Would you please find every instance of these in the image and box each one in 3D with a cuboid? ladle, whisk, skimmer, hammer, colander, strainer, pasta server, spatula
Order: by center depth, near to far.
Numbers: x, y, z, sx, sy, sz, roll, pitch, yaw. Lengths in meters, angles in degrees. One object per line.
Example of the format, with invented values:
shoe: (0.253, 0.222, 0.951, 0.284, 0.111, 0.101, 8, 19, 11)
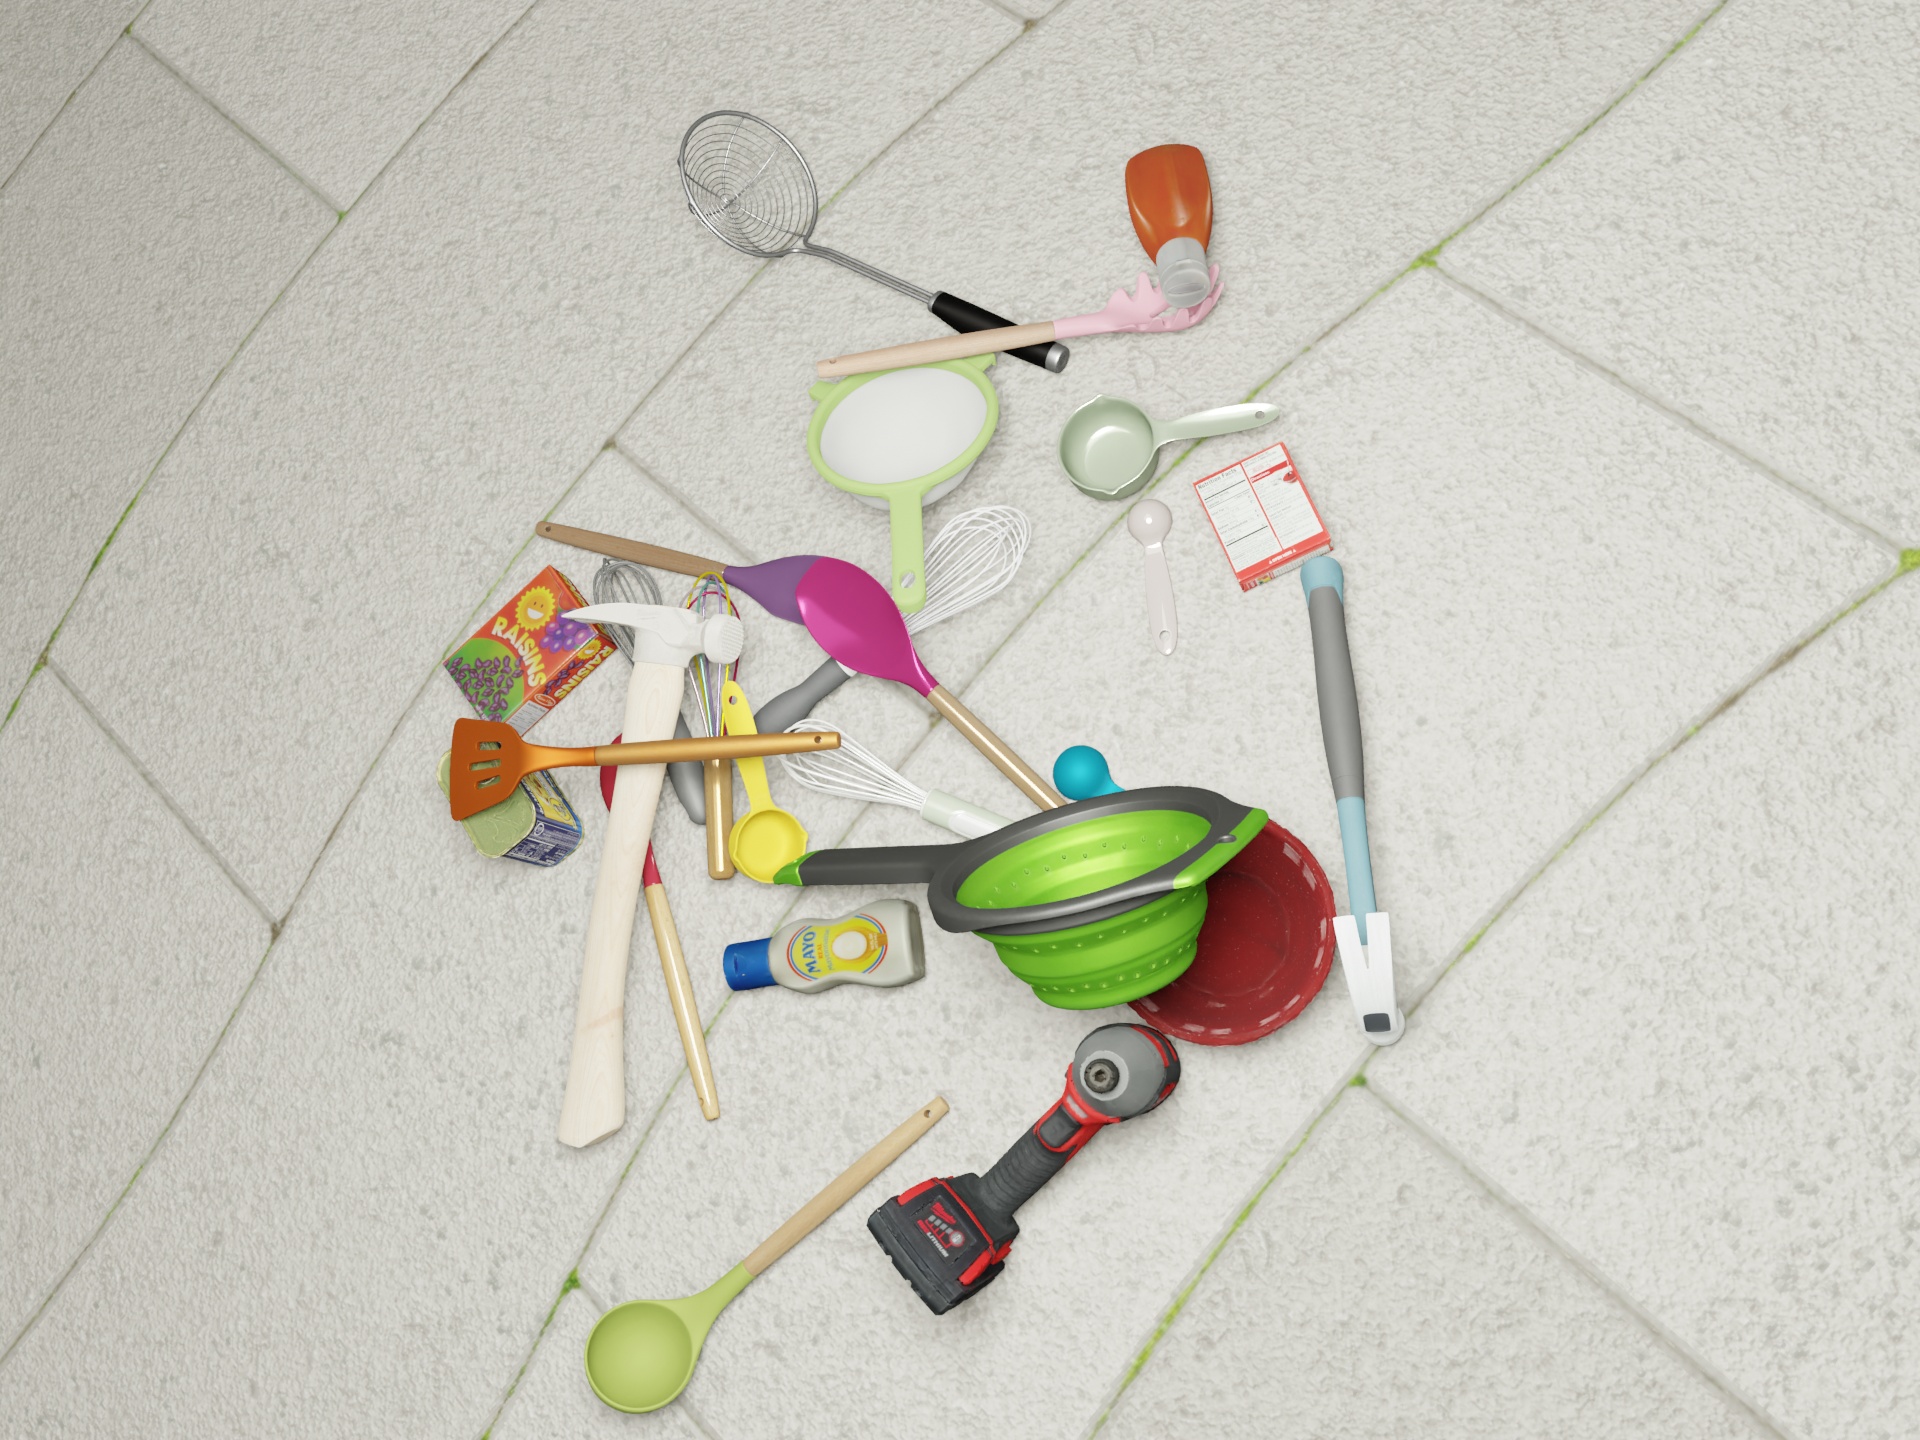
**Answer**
colander: (0.027, 0.129, 1.075, 0.397, 0.204, 0.094, -6, 106, 41)
hammer: (0.262, 0.044, 1.077, 0.033, 0.128, 0.331, -8, 67, 15)
ladle: (-0.135, 0.375, 1.137, 0.320, 0.062, 0.078, -41, 69, 1)
spatula: (-0.243, 0.025, 1.182, 0.322, 0.041, 0.081, -4, 80, 11)
whisk: (-0.031, 0.059, 1.187, 0.246, 0.059, 0.057, 22, 114, 16)
strainer: (-0.036, -0.169, 1.206, 0.151, 0.069, 0.257, -10, 54, 8)
hammer: (-0.267, 0.114, 1.215, 0.146, 0.038, 0.411, 7, 86, 21)
pasta server: (0.044, -0.301, 1.222, 0.316, 0.040, 0.060, -10, 53, 0)
whisk: (-0.060, -0.067, 1.225, 0.284, 0.070, 0.070, -39, 69, 11)
ladle: (-0.231, 0.154, 1.233, 0.069, 0.031, 0.316, -30, 71, 40)
whisk: (-0.193, 0.002, 1.244, 0.047, 0.051, 0.245, -7, 78, 12)
whisk: (-0.244, -0.026, 1.276, 0.055, 0.055, 0.239, -24, 76, 10)
skimmer: (-0.068, -0.384, 1.283, 0.363, 0.090, 0.127, 29, 55, 19)
spatula: (-0.213, -0.128, 1.303, 0.316, 0.018, 0.060, 14, 80, 18)

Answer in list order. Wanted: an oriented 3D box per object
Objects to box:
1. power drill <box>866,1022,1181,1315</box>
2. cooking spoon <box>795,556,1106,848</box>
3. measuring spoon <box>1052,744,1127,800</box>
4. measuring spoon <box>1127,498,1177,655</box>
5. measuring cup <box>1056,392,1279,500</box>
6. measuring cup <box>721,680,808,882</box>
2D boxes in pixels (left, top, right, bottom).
power drill: (0.050, 0.287, 1.056, 0.219, 0.143, 0.079, -44, 72, 5)
cooking spoon: (-0.002, -0.004, 1.175, 0.319, 0.017, 0.068, 44, 108, 10)
measuring spoon: (0.120, 0.059, 1.152, 0.129, 0.021, 0.042, 34, 89, 23)
measuring spoon: (0.146, -0.109, 1.188, 0.034, 0.018, 0.124, -10, 75, 14)
measuring cup: (0.157, -0.211, 1.200, 0.167, 0.038, 0.083, -9, 74, 13)
measuring cup: (-0.161, 0.047, 1.209, 0.062, 0.029, 0.156, -15, 93, -28)
